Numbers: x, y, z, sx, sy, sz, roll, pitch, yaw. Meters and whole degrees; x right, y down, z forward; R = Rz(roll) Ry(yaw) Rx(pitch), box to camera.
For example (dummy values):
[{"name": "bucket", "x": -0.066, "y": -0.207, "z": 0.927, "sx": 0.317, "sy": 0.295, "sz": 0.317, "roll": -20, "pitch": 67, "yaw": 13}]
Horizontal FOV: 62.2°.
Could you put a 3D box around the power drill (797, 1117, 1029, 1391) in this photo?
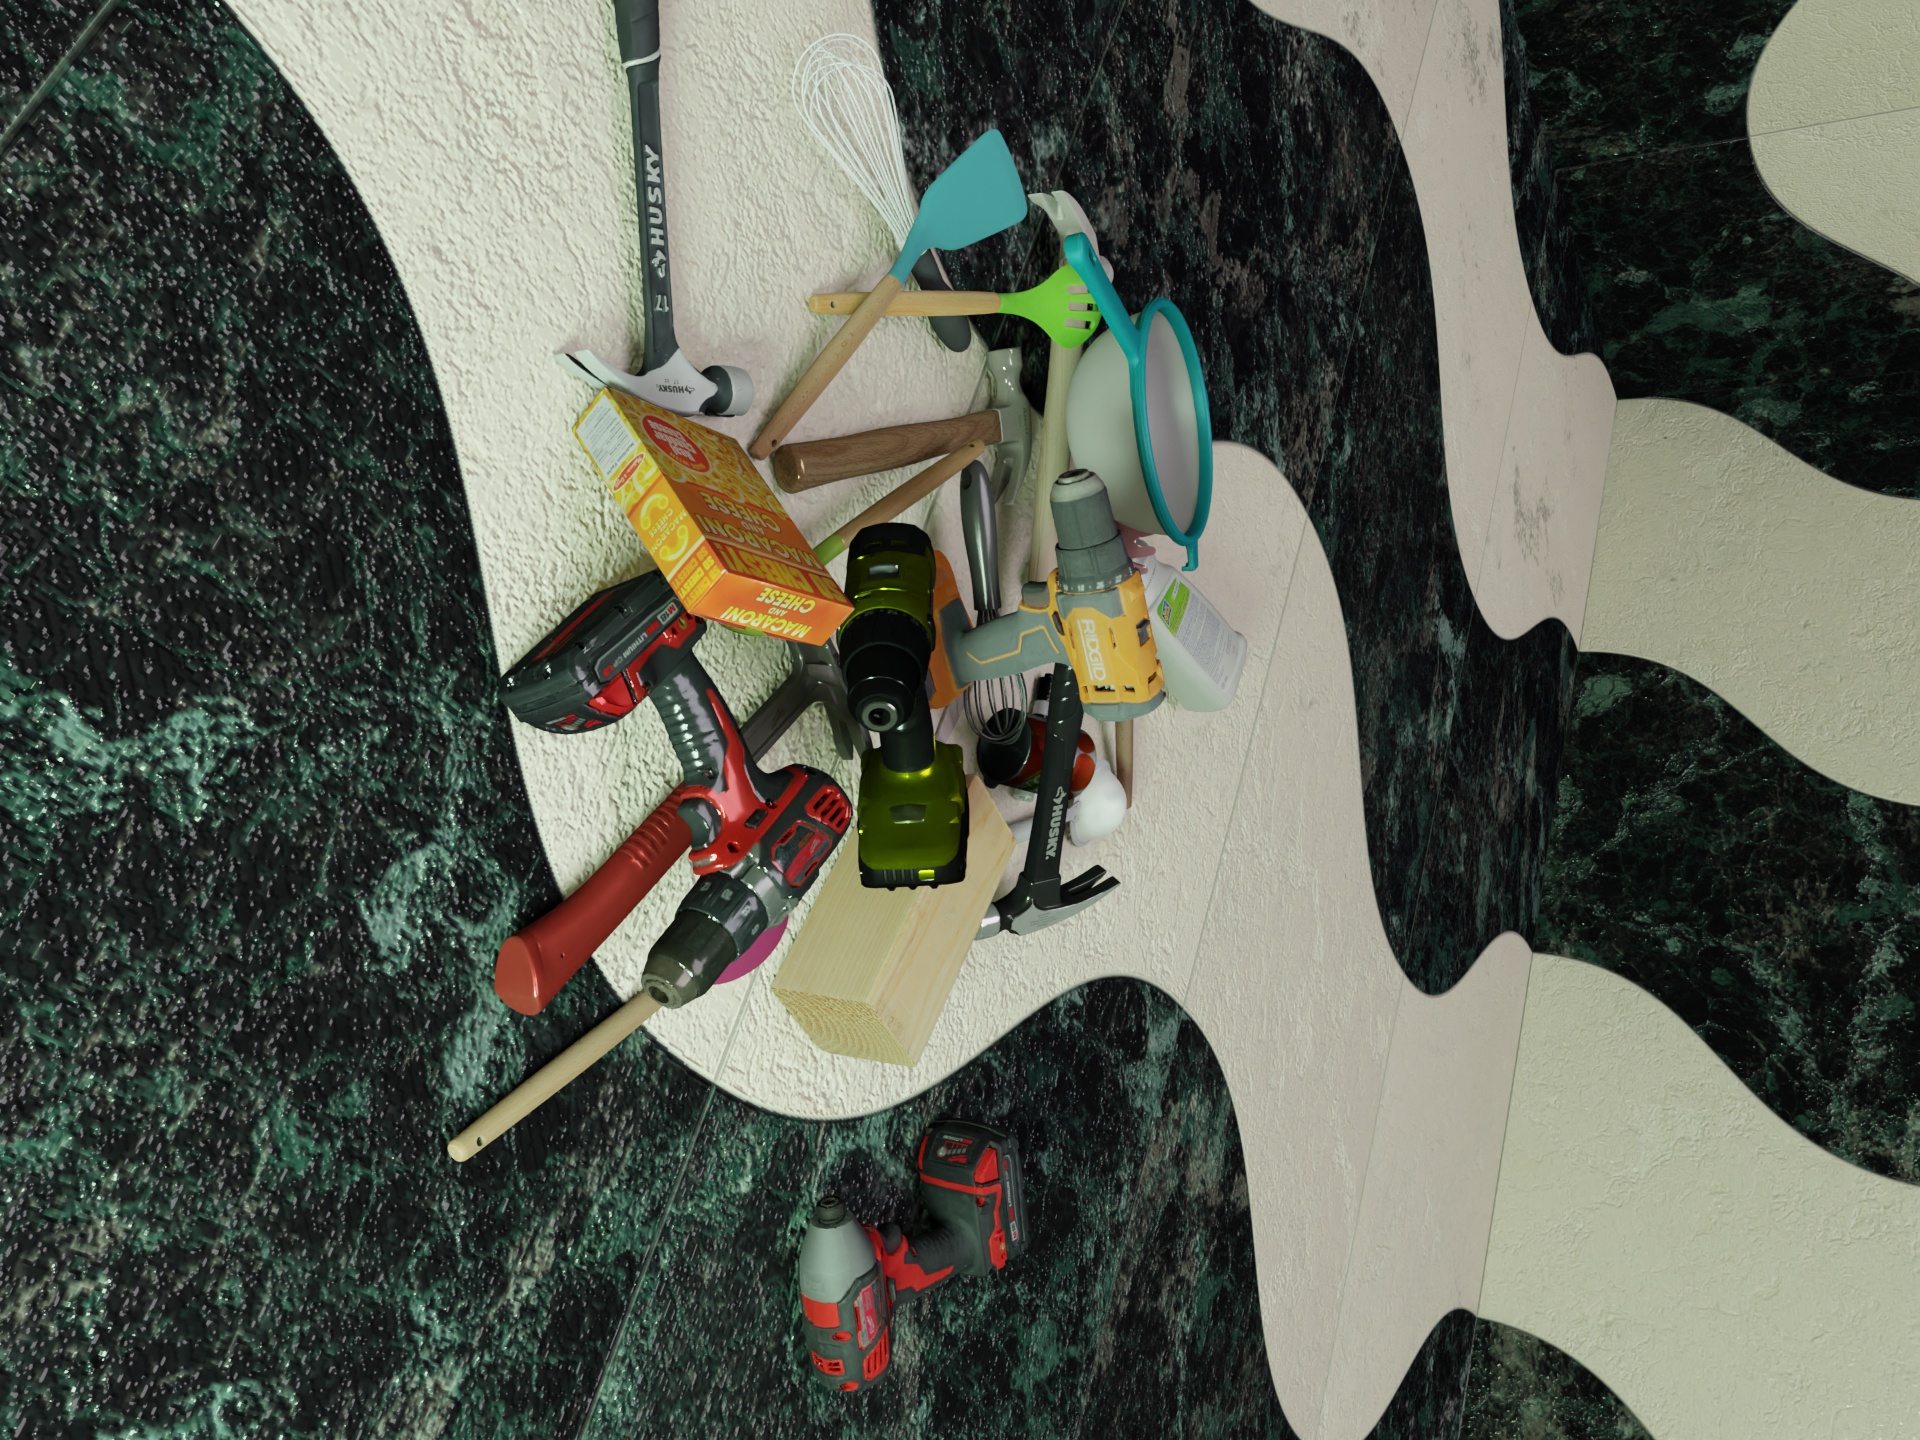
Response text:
[{"name": "power drill", "x": -0.041, "y": 0.400, "z": 1.232, "sx": 0.219, "sy": 0.078, "sz": 0.143, "roll": -22, "pitch": 108, "yaw": -51}]

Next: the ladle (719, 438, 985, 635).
[{"name": "ladle", "x": -0.072, "y": -0.149, "z": 1.154, "sx": 0.320, "sy": 0.078, "sz": 0.062, "roll": -41, "pitch": 155, "yaw": -42}]

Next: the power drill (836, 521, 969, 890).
[{"name": "power drill", "x": -0.042, "y": 0.005, "z": 1.078, "sx": 0.191, "sy": 0.080, "sz": 0.228, "roll": -90, "pitch": 175, "yaw": -53}]

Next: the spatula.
[{"name": "spatula", "x": -0.055, "y": -0.306, "z": 1.173, "sx": 0.317, "sy": 0.044, "sz": 0.082, "roll": -57, "pitch": 144, "yaw": -22}]

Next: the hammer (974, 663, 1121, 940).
[{"name": "hammer", "x": 0.087, "y": 0.025, "z": 1.315, "sx": 0.146, "sy": 0.035, "sz": 0.334, "roll": -9, "pitch": 119, "yaw": -32}]

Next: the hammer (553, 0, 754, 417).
[{"name": "hammer", "x": -0.205, "y": -0.400, "z": 1.006, "sx": 0.149, "sy": 0.036, "sz": 0.409, "roll": -11, "pitch": 100, "yaw": -55}]

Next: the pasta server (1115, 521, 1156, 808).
[{"name": "pasta server", "x": 0.163, "y": -0.056, "z": 1.516, "sx": 0.060, "sy": 0.040, "sz": 0.316, "roll": -102, "pitch": -172, "yaw": -64}]

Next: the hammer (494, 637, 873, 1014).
[{"name": "hammer", "x": -0.176, "y": 0.066, "z": 1.055, "sx": 0.359, "sy": 0.037, "sz": 0.149, "roll": -52, "pitch": 132, "yaw": -43}]

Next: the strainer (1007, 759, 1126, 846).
[{"name": "strainer", "x": 0.093, "y": 0.091, "z": 1.459, "sx": 0.258, "sy": 0.050, "sz": 0.087, "roll": -14, "pitch": 117, "yaw": -52}]

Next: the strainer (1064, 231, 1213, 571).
[{"name": "strainer", "x": 0.121, "y": -0.279, "z": 1.325, "sx": 0.340, "sy": 0.095, "sz": 0.211, "roll": 46, "pitch": 46, "yaw": -54}]

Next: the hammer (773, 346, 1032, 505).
[{"name": "hammer", "x": -0.035, "y": -0.219, "z": 1.267, "sx": 0.331, "sy": 0.031, "sz": 0.130, "roll": -26, "pitch": 111, "yaw": -53}]

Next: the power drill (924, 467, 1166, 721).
[{"name": "power drill", "x": 0.035, "y": -0.091, "z": 1.196, "sx": 0.084, "sy": 0.226, "sz": 0.185, "roll": -41, "pitch": 124, "yaw": -48}]

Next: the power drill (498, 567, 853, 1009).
[{"name": "power drill", "x": -0.176, "y": 0.043, "z": 0.967, "sx": 0.226, "sy": 0.080, "sz": 0.188, "roll": 56, "pitch": 46, "yaw": -21}]

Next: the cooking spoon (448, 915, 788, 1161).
[{"name": "cooking spoon", "x": -0.206, "y": 0.186, "z": 1.026, "sx": 0.319, "sy": 0.017, "sz": 0.068, "roll": -36, "pitch": 119, "yaw": -51}]

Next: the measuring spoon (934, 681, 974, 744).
[{"name": "measuring spoon", "x": -0.002, "y": -0.004, "z": 1.330, "sx": 0.034, "sy": 0.018, "sz": 0.124, "roll": 54, "pitch": 47, "yaw": -42}]

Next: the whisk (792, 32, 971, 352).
[{"name": "whisk", "x": -0.051, "y": -0.394, "z": 1.224, "sx": 0.284, "sy": 0.070, "sz": 0.070, "roll": 60, "pitch": 44, "yaw": -45}]

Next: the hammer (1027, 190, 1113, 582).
[{"name": "hammer", "x": 0.081, "y": -0.255, "z": 1.389, "sx": 0.146, "sy": 0.038, "sz": 0.411, "roll": 36, "pitch": 57, "yaw": -62}]

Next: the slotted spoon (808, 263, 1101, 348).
[{"name": "slotted spoon", "x": 0.009, "y": -0.331, "z": 1.270, "sx": 0.313, "sy": 0.031, "sz": 0.070, "roll": -12, "pitch": 111, "yaw": -40}]

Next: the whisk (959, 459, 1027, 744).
[{"name": "whisk", "x": 0.021, "y": -0.094, "z": 1.304, "sx": 0.055, "sy": 0.055, "sz": 0.239, "roll": -24, "pitch": 112, "yaw": -54}]
